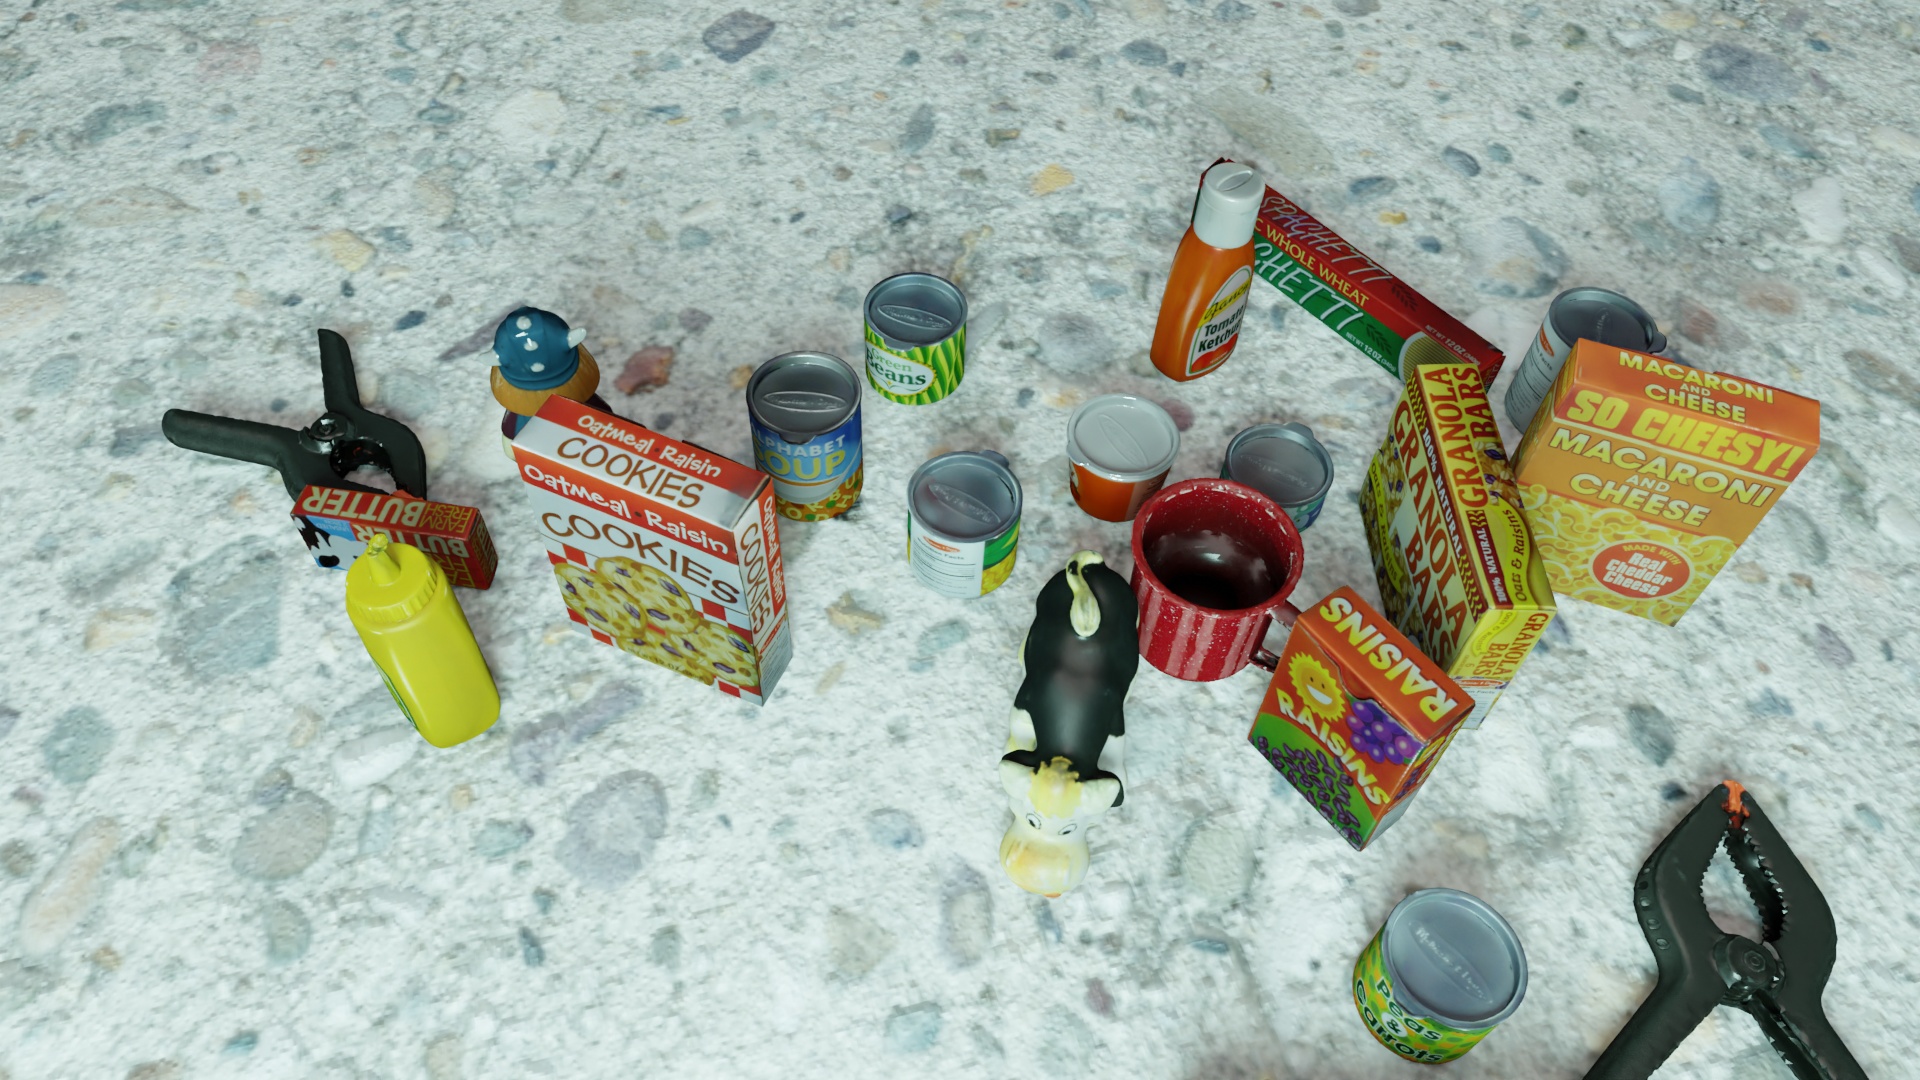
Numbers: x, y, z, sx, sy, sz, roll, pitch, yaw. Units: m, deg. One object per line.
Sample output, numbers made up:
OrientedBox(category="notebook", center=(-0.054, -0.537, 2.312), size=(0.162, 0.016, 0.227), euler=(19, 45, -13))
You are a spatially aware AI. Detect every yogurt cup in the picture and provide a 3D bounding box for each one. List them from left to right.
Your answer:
OrientedBox(category="yogurt cup", center=(0.096, -0.048, 0.844), size=(0.072, 0.053, 0.073), euler=(1, 53, -2))

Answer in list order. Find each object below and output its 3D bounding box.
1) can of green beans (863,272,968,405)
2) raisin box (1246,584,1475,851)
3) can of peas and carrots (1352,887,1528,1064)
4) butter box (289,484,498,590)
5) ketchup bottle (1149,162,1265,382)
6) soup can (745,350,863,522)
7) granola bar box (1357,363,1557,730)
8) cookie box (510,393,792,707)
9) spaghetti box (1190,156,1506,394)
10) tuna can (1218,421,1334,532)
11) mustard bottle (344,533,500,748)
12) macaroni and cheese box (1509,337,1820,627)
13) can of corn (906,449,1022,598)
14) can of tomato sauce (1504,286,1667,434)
OrientedBox(category="can of green beans", center=(-0.029, -0.130, 0.896), size=(0.071, 0.057, 0.071), euler=(1, 53, -2))
OrientedBox(category="raisin box", center=(0.197, 0.092, 0.702), size=(0.040, 0.122, 0.086), euler=(-30, 60, -22))
OrientedBox(category="can of peas and carrots", center=(0.223, 0.208, 0.656), size=(0.071, 0.058, 0.071), euler=(1, 53, -2))
OrientedBox(category="butter box", center=(-0.320, -0.001, 0.790), size=(0.103, 0.052, 0.024), euler=(8, 54, 3))
OrientedBox(category="ketchup bottle", center=(0.158, -0.169, 0.878), size=(0.065, 0.148, 0.043), euler=(-33, 61, -24))
OrientedBox(category="soup can", center=(-0.091, -0.058, 0.825), size=(0.071, 0.083, 0.072), euler=(1, 53, -2))
OrientedBox(category="granola bar box", center=(0.268, 0.003, 0.770), size=(0.039, 0.123, 0.166), euler=(0, 53, -2))
OrientedBox(category="cookie box", center=(-0.154, 0.009, 0.720), size=(0.123, 0.166, 0.040), euler=(20, 55, 12))
OrientedBox(category="spaghetti box", center=(0.256, -0.176, 0.949), size=(0.029, 0.050, 0.251), euler=(-33, 61, -24))
OrientedBox(category="tuna can", center=(0.194, -0.039, 0.855), size=(0.071, 0.032, 0.071), euler=(1, 53, -2))
OrientedBox(category="mustard bottle", center=(-0.272, 0.044, 0.692), size=(0.049, 0.159, 0.065), euler=(-30, 60, -22))
OrientedBox(category="macaroni and cheese box", center=(0.372, -0.029, 0.773), size=(0.124, 0.165, 0.040), euler=(17, 55, 10))
OrientedBox(category="can of corn", center=(0.003, -0.010, 0.809), size=(0.071, 0.058, 0.071), euler=(1, 53, -2))
OrientedBox(category="can of tomato sauce", center=(0.396, -0.108, 0.885), size=(0.071, 0.082, 0.071), euler=(1, 53, -2))
